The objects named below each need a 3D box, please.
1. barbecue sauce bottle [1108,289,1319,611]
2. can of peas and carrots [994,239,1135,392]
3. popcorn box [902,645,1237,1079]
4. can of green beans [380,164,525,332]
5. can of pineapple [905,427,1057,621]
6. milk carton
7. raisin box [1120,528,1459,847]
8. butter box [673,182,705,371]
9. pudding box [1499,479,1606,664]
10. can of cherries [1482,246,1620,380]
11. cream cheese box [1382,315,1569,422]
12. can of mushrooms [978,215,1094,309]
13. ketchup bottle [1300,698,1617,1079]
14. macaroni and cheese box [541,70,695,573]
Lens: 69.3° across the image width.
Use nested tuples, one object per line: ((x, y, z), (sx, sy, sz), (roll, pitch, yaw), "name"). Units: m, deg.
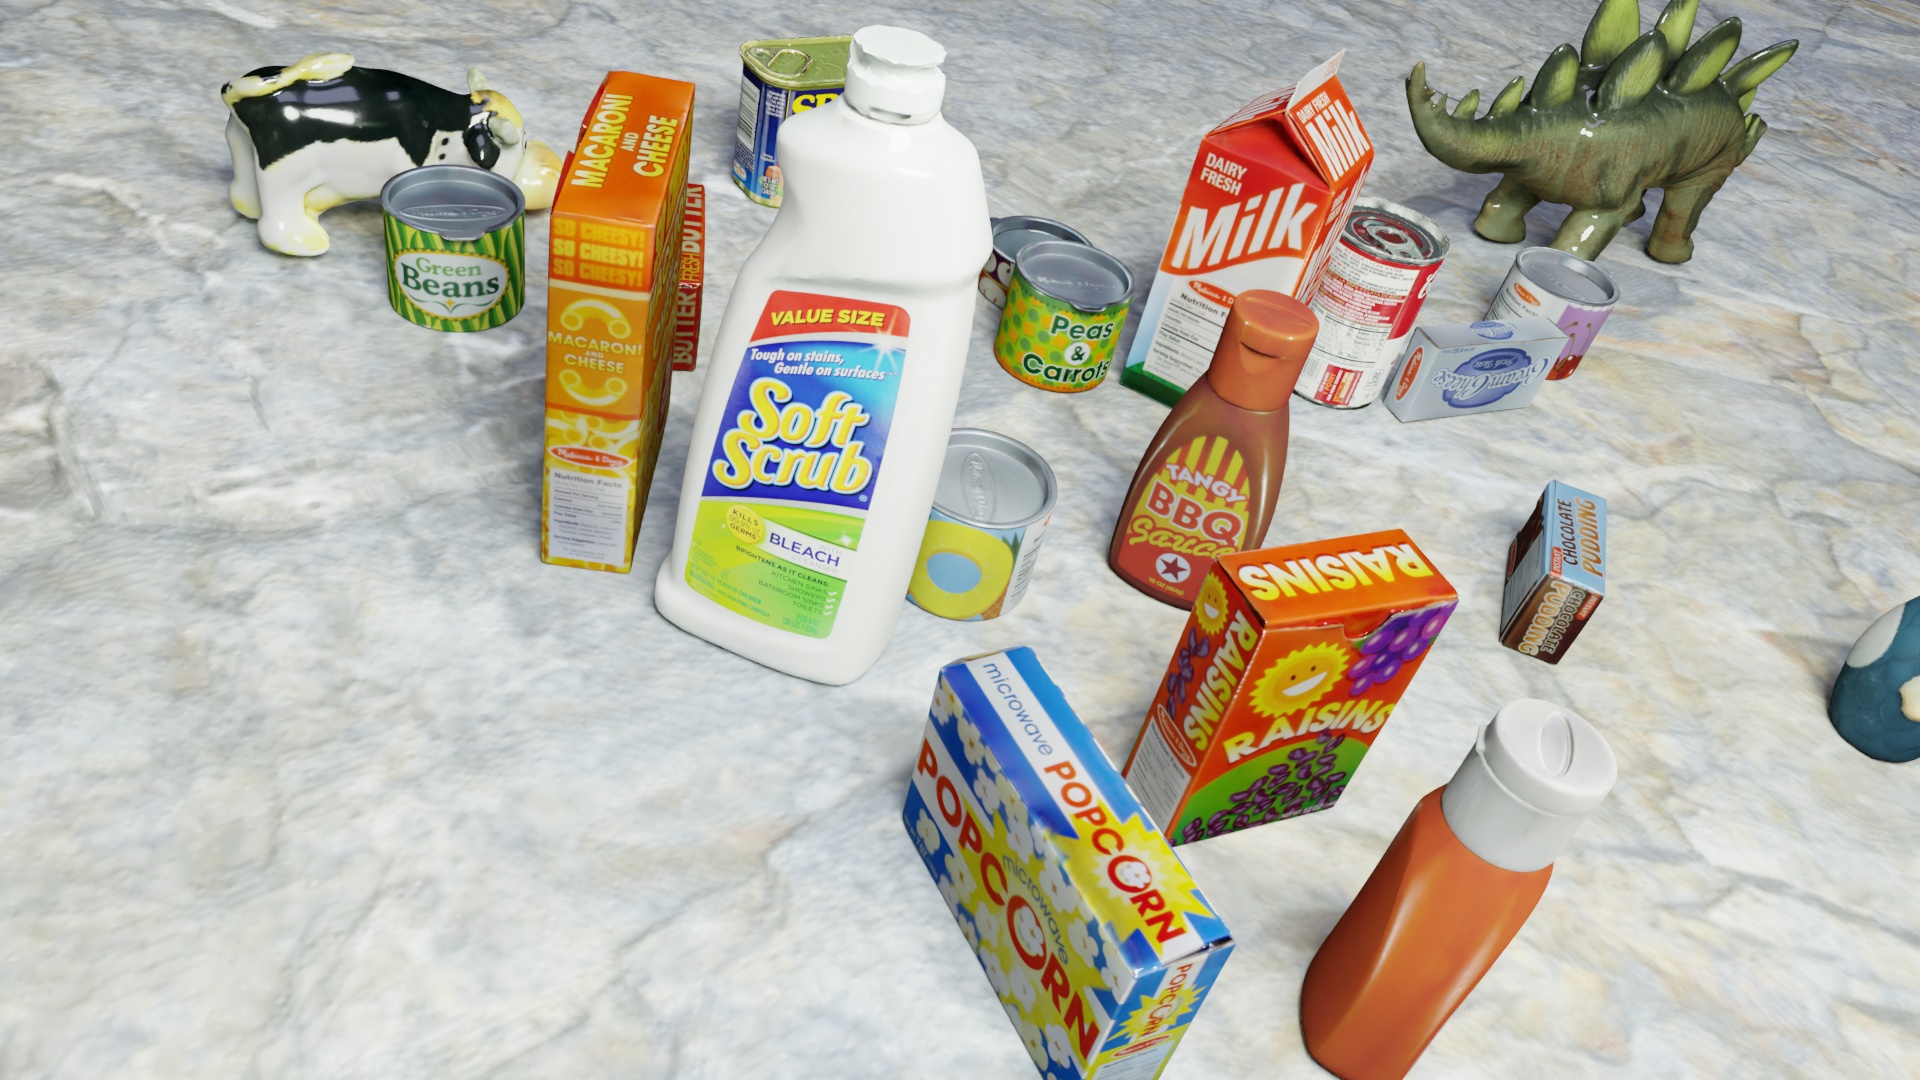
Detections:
((0.113, -0.038, 0.604), (0.065, 0.147, 0.044), (24, 41, 11), "barbecue sauce bottle")
((0.056, -0.120, 0.752), (0.071, 0.058, 0.071), (9, 40, -7), "can of peas and carrots")
((0.029, 0.109, 0.458), (0.038, 0.084, 0.127), (-11, 46, -28), "popcorn box")
((-0.250, -0.144, 0.687), (0.071, 0.057, 0.071), (9, 40, -7), "can of green beans")
((0.002, -0.008, 0.606), (0.071, 0.057, 0.071), (9, 40, -7), "can of pineapple")
((0.154, -0.157, 0.723), (0.073, 0.189, 0.073), (29, 42, 16), "milk carton")
((0.119, 0.057, 0.516), (0.086, 0.122, 0.040), (-7, 44, -24), "raisin box")
((-0.145, -0.137, 0.715), (0.024, 0.052, 0.104), (4, 41, -13), "butter box")
((0.289, 0.014, 0.675), (0.030, 0.049, 0.084), (22, 40, 9), "pudding box")
((0.372, -0.143, 0.876), (0.071, 0.058, 0.072), (9, 40, -7), "can of cherries")
((0.299, -0.100, 0.808), (0.104, 0.053, 0.024), (-8, 45, -25), "cream cheese box")
((0.042, -0.162, 0.816), (0.071, 0.033, 0.071), (9, 40, -7), "can of mushrooms")
((0.155, 0.112, 0.443), (0.043, 0.148, 0.065), (23, 40, 10), "ketchup bottle")
((-0.141, -0.089, 0.572), (0.040, 0.165, 0.124), (8, 40, -9), "macaroni and cheese box")
